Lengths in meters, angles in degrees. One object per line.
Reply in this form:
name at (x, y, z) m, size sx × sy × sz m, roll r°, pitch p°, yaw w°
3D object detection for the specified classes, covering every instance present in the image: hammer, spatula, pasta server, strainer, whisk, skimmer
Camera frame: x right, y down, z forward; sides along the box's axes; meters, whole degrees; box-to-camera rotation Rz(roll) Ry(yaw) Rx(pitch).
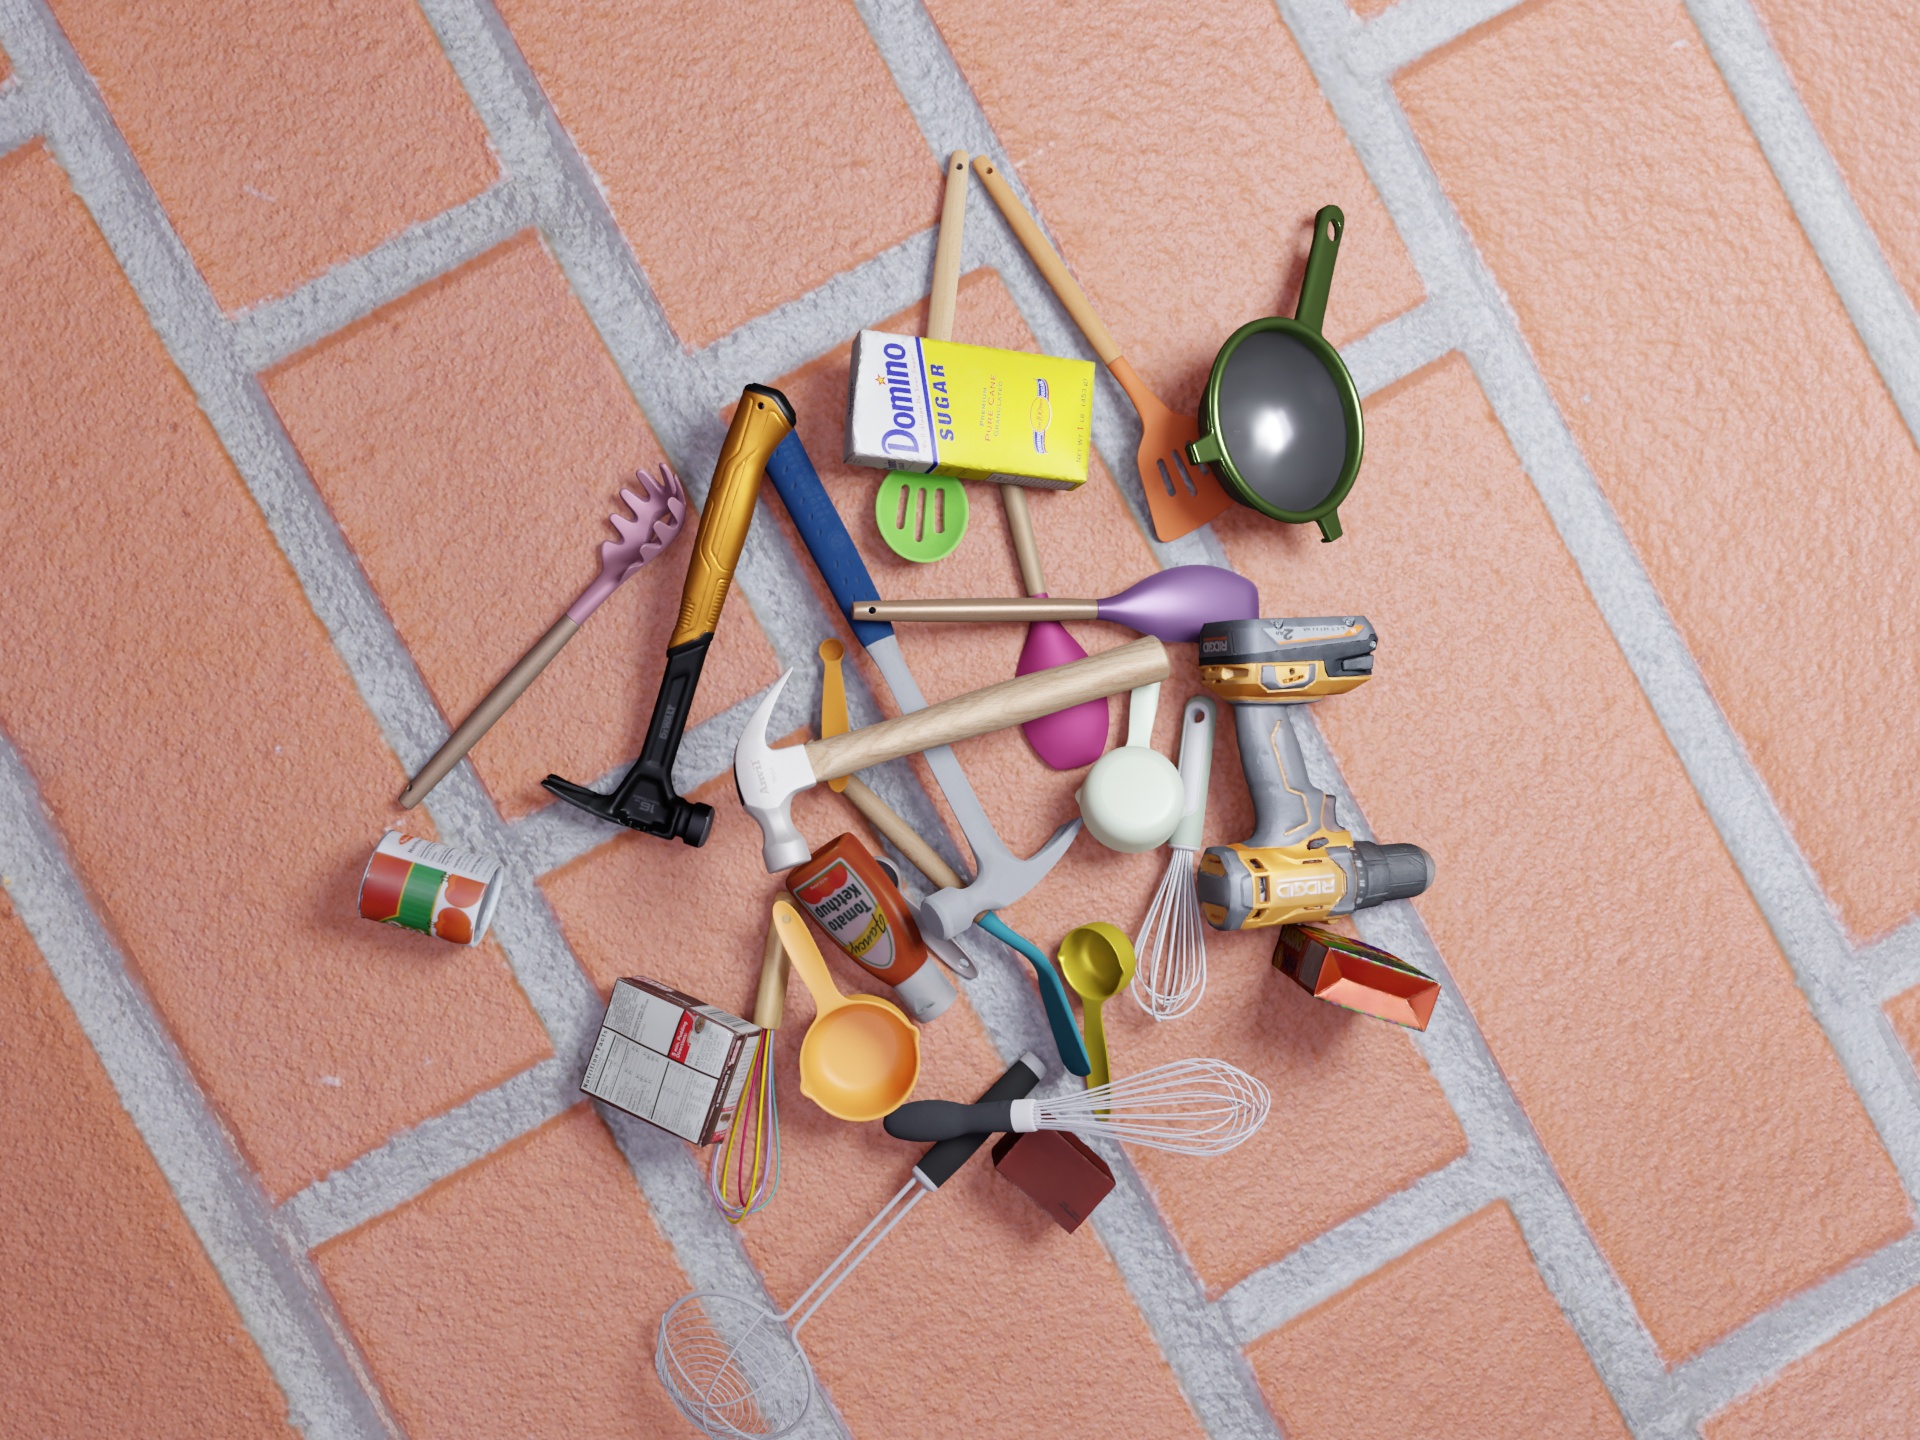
hammer at (-0.002, -0.004, 1.127) m, size 0.331 × 0.031 × 0.130 m, roll -17°, pitch 83°, yaw -19°
spatula at (0.075, -0.084, 1.175) m, size 0.316 × 0.018 × 0.060 m, roll -2°, pitch 89°, yaw -14°
spatula at (-0.009, 0.135, 1.178) m, size 0.317 × 0.082 × 0.044 m, roll 45°, pitch 76°, yaw 3°
pasta server at (-0.308, -0.058, 1.169) m, size 0.316 × 0.040 × 0.060 m, roll -48°, pitch 49°, yaw 0°
hammer at (-0.196, -0.081, 1.149) m, size 0.127 × 0.034 × 0.337 m, roll 19°, pitch 99°, yaw -3°
strainer at (0.235, -0.264, 1.184) m, size 0.151 × 0.069 × 0.256 m, roll 24°, pitch 73°, yaw -29°
spatula at (0.101, -0.288, 1.199) m, size 0.081 × 0.041 × 0.322 m, roll -33°, pitch 87°, yaw -4°
whisk at (0.077, 0.277, 1.124) m, size 0.284 × 0.070 × 0.070 m, roll -8°, pitch 90°, yaw 20°
skimmer at (-0.074, 0.383, 1.185) m, size 0.363 × 0.090 × 0.127 m, roll -44°, pitch 88°, yaw -12°
whisk at (-0.145, 0.249, 1.175) m, size 0.051 × 0.047 × 0.245 m, roll 10°, pitch 86°, yaw -2°
hammer at (-0.050, -0.050, 1.168) m, size 0.144 × 0.035 × 0.405 m, roll -26°, pitch 86°, yaw -29°
whisk at (0.166, 0.102, 1.190) m, size 0.058 × 0.059 × 0.246 m, roll 6°, pitch 85°, yaw 24°

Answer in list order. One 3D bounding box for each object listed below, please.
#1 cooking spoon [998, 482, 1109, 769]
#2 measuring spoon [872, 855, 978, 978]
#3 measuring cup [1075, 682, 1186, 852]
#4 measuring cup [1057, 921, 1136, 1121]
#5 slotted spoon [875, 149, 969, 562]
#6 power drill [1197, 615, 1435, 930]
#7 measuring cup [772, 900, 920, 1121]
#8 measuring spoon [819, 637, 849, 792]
cooking spoon at (0.051, -0.120, 1.197) m, size 0.068 × 0.017 × 0.319 m, roll -14°, pitch 91°, yaw -4°
measuring spoon at (-0.029, 0.147, 1.195) m, size 0.124 × 0.018 × 0.034 m, roll 47°, pitch 121°, yaw -8°
measuring cup at (0.133, 0.013, 1.171) m, size 0.083 × 0.038 × 0.168 m, roll 9°, pitch 73°, yaw 2°
measuring cup at (0.108, 0.225, 1.194) m, size 0.029 × 0.062 × 0.156 m, roll -19°, pitch 109°, yaw -46°
slotted spoon at (-0.016, -0.272, 1.190) m, size 0.070 × 0.031 × 0.314 m, roll 7°, pitch 88°, yaw -7°
power drill at (0.264, 0.038, 1.172) m, size 0.185 × 0.084 × 0.226 m, roll -3°, pitch 91°, yaw -19°
measuring cup at (-0.093, 0.209, 1.173) m, size 0.095 × 0.052 × 0.173 m, roll -28°, pitch 89°, yaw -3°
measuring spoon at (-0.093, -0.004, 1.184) m, size 0.021 × 0.011 × 0.117 m, roll -4°, pitch 80°, yaw 1°
